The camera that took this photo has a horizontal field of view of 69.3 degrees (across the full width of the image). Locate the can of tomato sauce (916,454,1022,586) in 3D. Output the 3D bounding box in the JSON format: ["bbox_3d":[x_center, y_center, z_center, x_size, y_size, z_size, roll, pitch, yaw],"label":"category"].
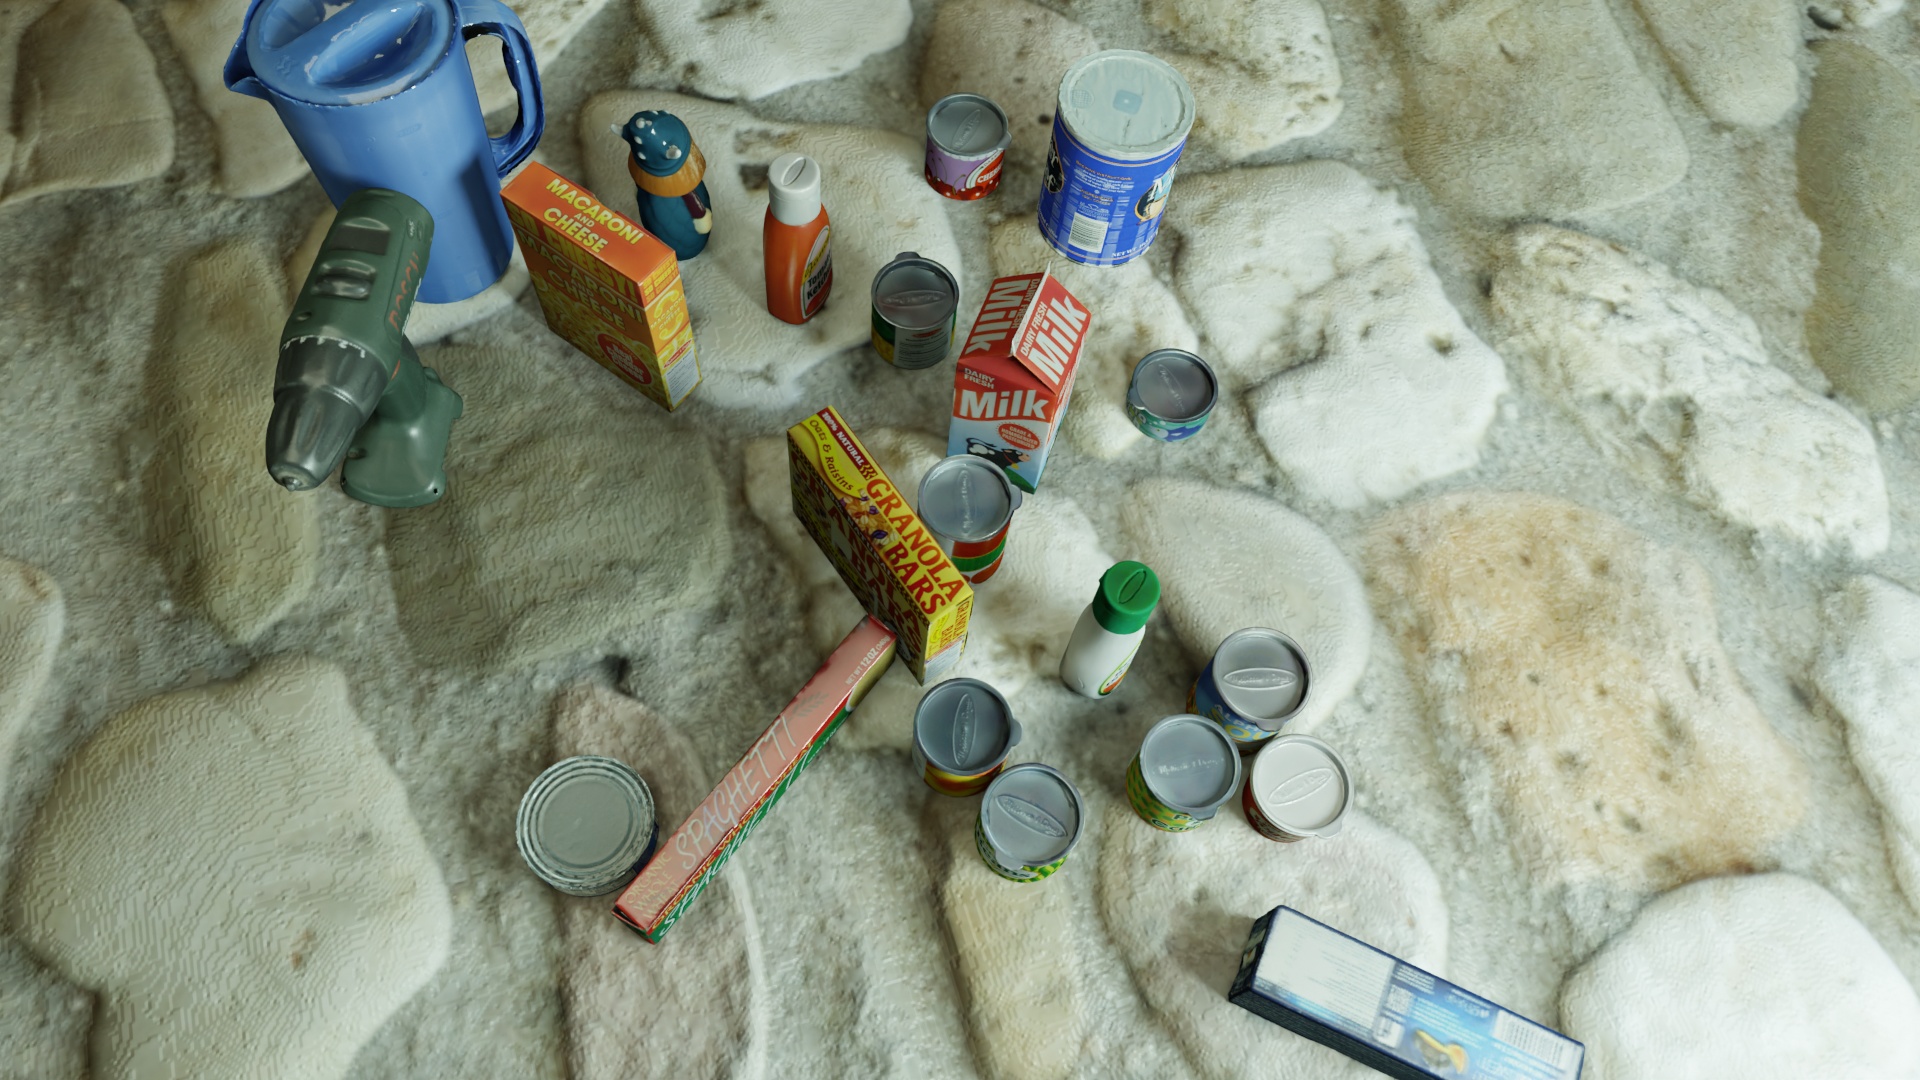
[{"bbox_3d":[0.003,-0.012,0.973,0.071,0.082,0.071,2,65,-4],"label":"can of tomato sauce"}]

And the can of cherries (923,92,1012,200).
[{"bbox_3d":[0.006,-0.319,1.132,0.071,0.058,0.072,2,65,-4],"label":"can of cherries"}]

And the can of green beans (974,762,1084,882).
[{"bbox_3d":[0.043,0.183,0.897,0.071,0.057,0.071,2,65,-4],"label":"can of green beans"}]

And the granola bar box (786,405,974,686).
[{"bbox_3d":[-0.055,0.005,0.938,0.039,0.123,0.166,-32,71,-17],"label":"granola bar box"}]

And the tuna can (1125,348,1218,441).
[{"bbox_3d":[0.158,-0.110,1.059,0.071,0.032,0.071,2,65,-4],"label":"tuna can"}]

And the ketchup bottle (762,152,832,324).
[{"bbox_3d":[-0.121,-0.225,1.028,0.043,0.148,0.065,24,66,7],"label":"ketchup bottle"}]

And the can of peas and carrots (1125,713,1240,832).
[{"bbox_3d":[0.147,0.157,0.917,0.071,0.058,0.071,2,65,-4],"label":"can of peas and carrots"}]

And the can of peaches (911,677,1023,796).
[{"bbox_3d":[0.003,0.132,0.919,0.071,0.057,0.071,2,65,-4],"label":"can of peaches"}]

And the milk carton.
[{"bbox_3d":[0.040,-0.113,0.964,0.073,0.189,0.072,21,65,5],"label":"milk carton"}]

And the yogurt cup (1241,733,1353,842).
[{"bbox_3d":[0.220,0.168,0.921,0.072,0.053,0.072,2,65,-4],"label":"yogurt cup"}]

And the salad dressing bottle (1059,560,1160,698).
[{"bbox_3d":[0.099,0.059,0.911,0.044,0.147,0.064,35,68,12],"label":"salad dressing bottle"}]

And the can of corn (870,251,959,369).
[{"bbox_3d":[-0.036,-0.175,1.061,0.071,0.058,0.071,2,65,-4],"label":"can of corn"}]

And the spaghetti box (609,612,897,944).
[{"bbox_3d":[-0.128,0.153,0.903,0.029,0.050,0.251,36,67,12],"label":"spaghetti box"}]

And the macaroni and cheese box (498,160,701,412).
[{"bbox_3d":[-0.251,-0.177,0.985,0.124,0.165,0.040,34,67,11],"label":"macaroni and cheese box"}]

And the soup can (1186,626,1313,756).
[{"bbox_3d":[0.192,0.106,0.931,0.071,0.083,0.071,2,65,-4],"label":"soup can"}]
